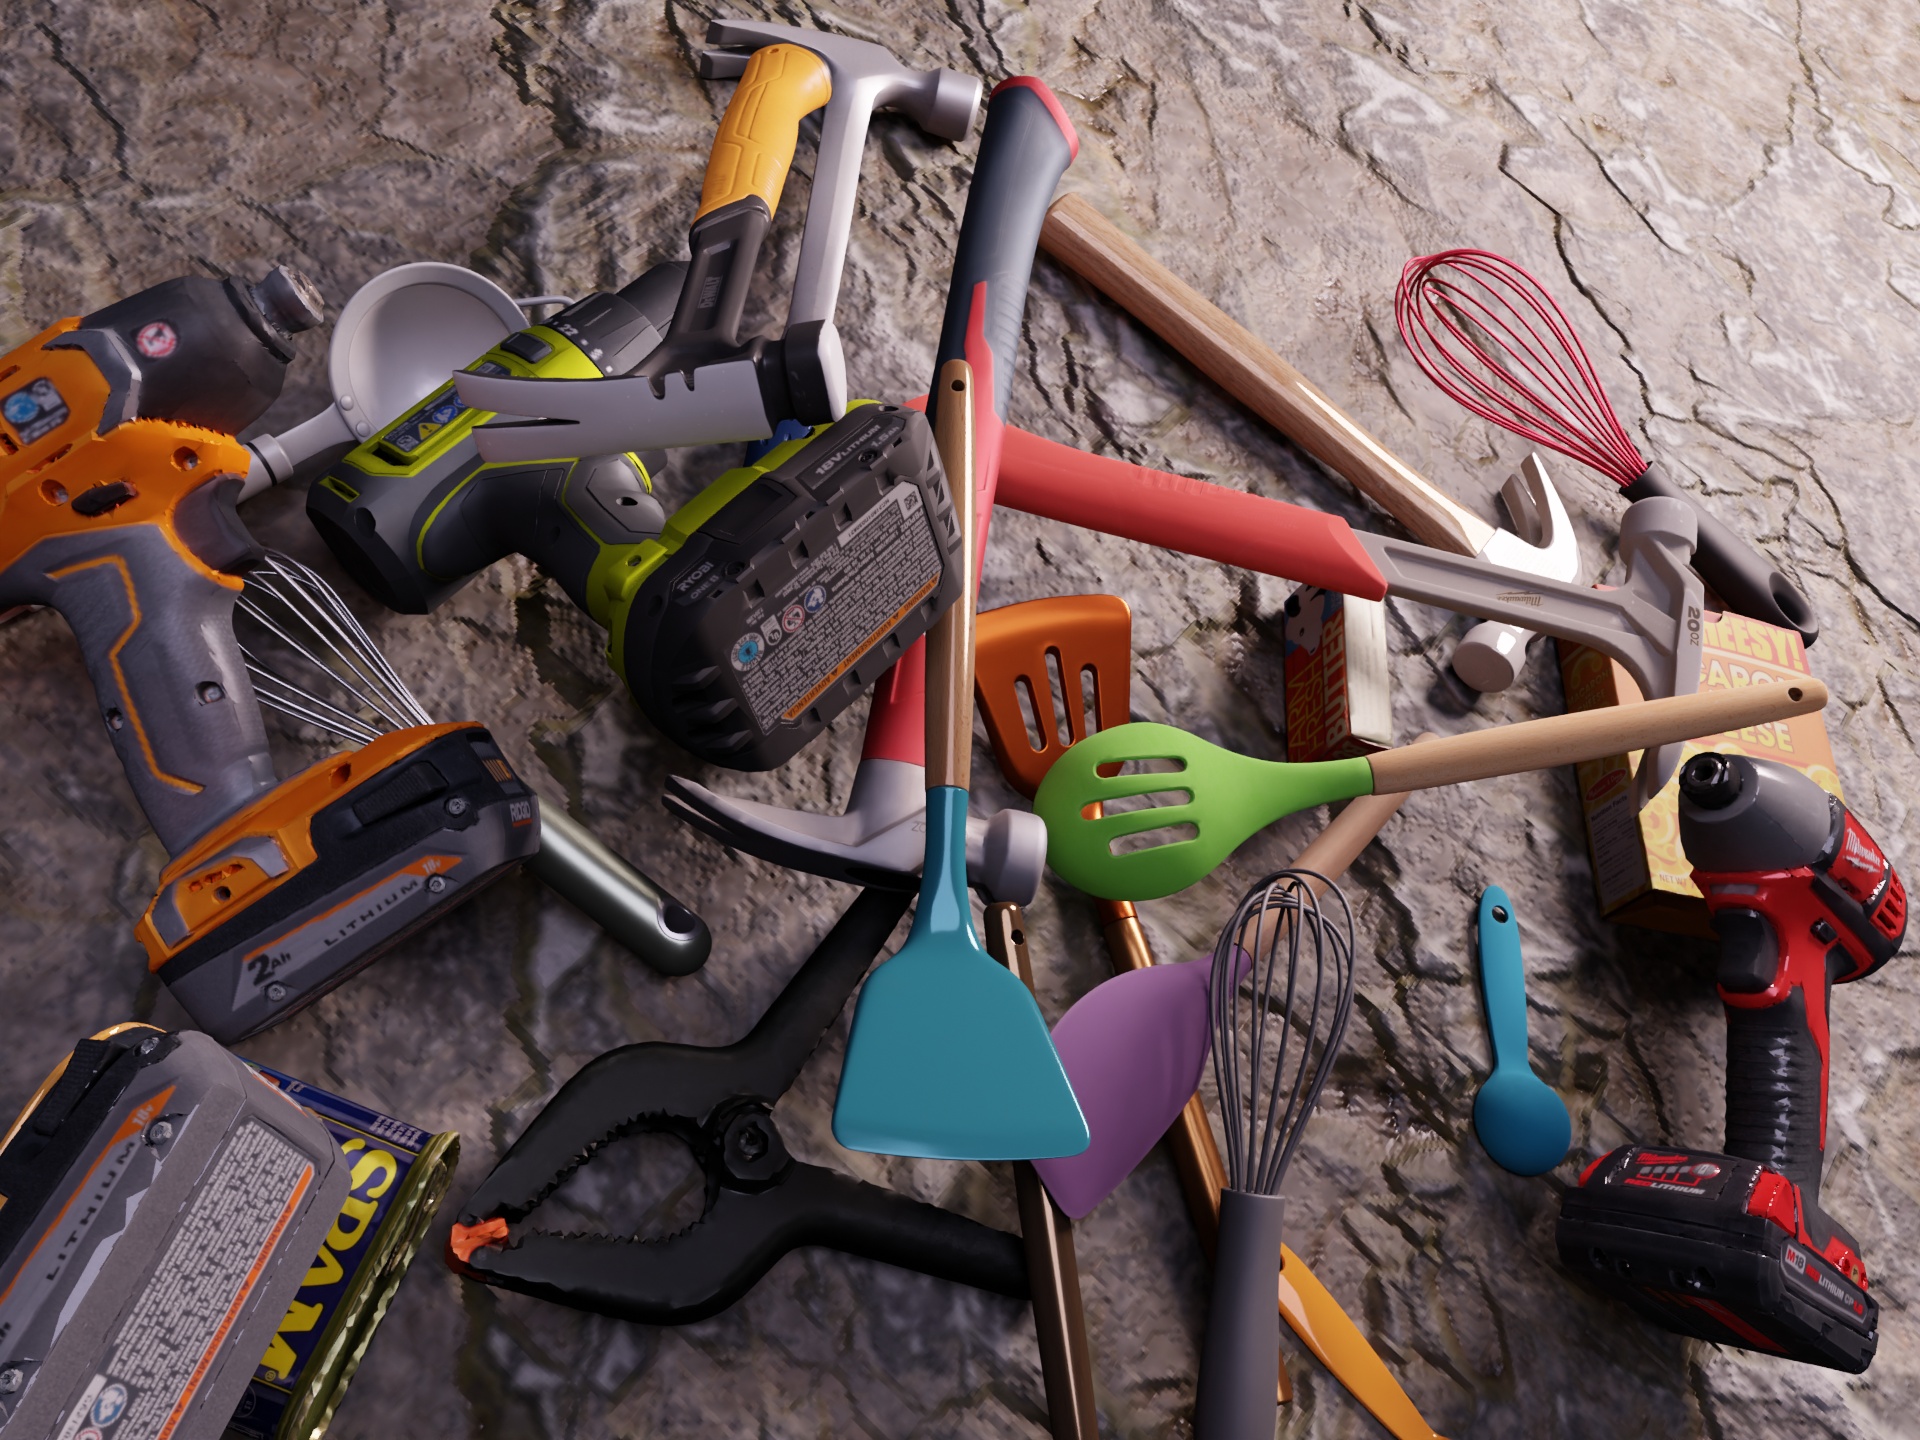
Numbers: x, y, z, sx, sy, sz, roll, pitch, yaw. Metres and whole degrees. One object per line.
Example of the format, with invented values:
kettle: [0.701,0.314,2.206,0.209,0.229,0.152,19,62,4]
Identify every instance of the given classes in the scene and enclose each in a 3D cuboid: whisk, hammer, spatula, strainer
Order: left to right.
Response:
strainer: [-0.268,-0.109,0.630,0.258,0.050,0.086,-37,122,-26]
whisk: [-0.192,0.015,0.584,0.246,0.059,0.058,38,34,-1]
hammer: [-0.097,-0.204,0.638,0.127,0.034,0.337,-5,39,6]
hammer: [-0.077,-0.178,0.735,0.144,0.035,0.406,13,59,-12]
hammer: [-0.015,-0.119,0.662,0.143,0.038,0.387,13,66,-10]
spatula: [-0.001,-0.002,0.573,0.082,0.044,0.318,4,66,-8]
spatula: [0.073,0.100,0.627,0.081,0.041,0.323,-10,67,-17]
whisk: [0.107,0.170,0.565,0.055,0.055,0.239,10,79,-13]
spatula: [0.122,0.080,0.639,0.316,0.018,0.060,-35,97,-40]
hammer: [0.136,-0.072,0.693,0.359,0.036,0.149,15,61,7]
hammer: [0.174,-0.160,0.811,0.331,0.031,0.130,40,58,6]
whisk: [0.346,-0.144,0.848,0.296,0.073,0.073,44,58,1]

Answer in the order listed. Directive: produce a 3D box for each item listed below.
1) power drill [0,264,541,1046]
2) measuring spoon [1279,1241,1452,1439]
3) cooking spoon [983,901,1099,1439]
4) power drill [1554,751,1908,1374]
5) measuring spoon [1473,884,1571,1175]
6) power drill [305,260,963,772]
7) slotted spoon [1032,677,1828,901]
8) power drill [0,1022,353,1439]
power drill: [-0.235,-0.030,0.519,0.164,0.084,0.226,-34,91,-2]
measuring spoon: [0.147,0.237,0.592,0.021,0.011,0.117,-34,77,-31]
cooking spoon: [0.036,0.218,0.536,0.068,0.017,0.319,3,70,-31]
power drill: [0.309,0.124,0.623,0.143,0.078,0.220,36,64,-33]
measuring spoon: [0.238,0.127,0.677,0.042,0.021,0.129,11,60,-13]
power drill: [-0.110,-0.091,0.592,0.229,0.080,0.190,29,62,36]
slotted spoon: [0.183,0.015,0.619,0.313,0.031,0.070,-10,75,-2]
power drill: [-0.285,0.111,0.439,0.226,0.084,0.185,7,56,21]
